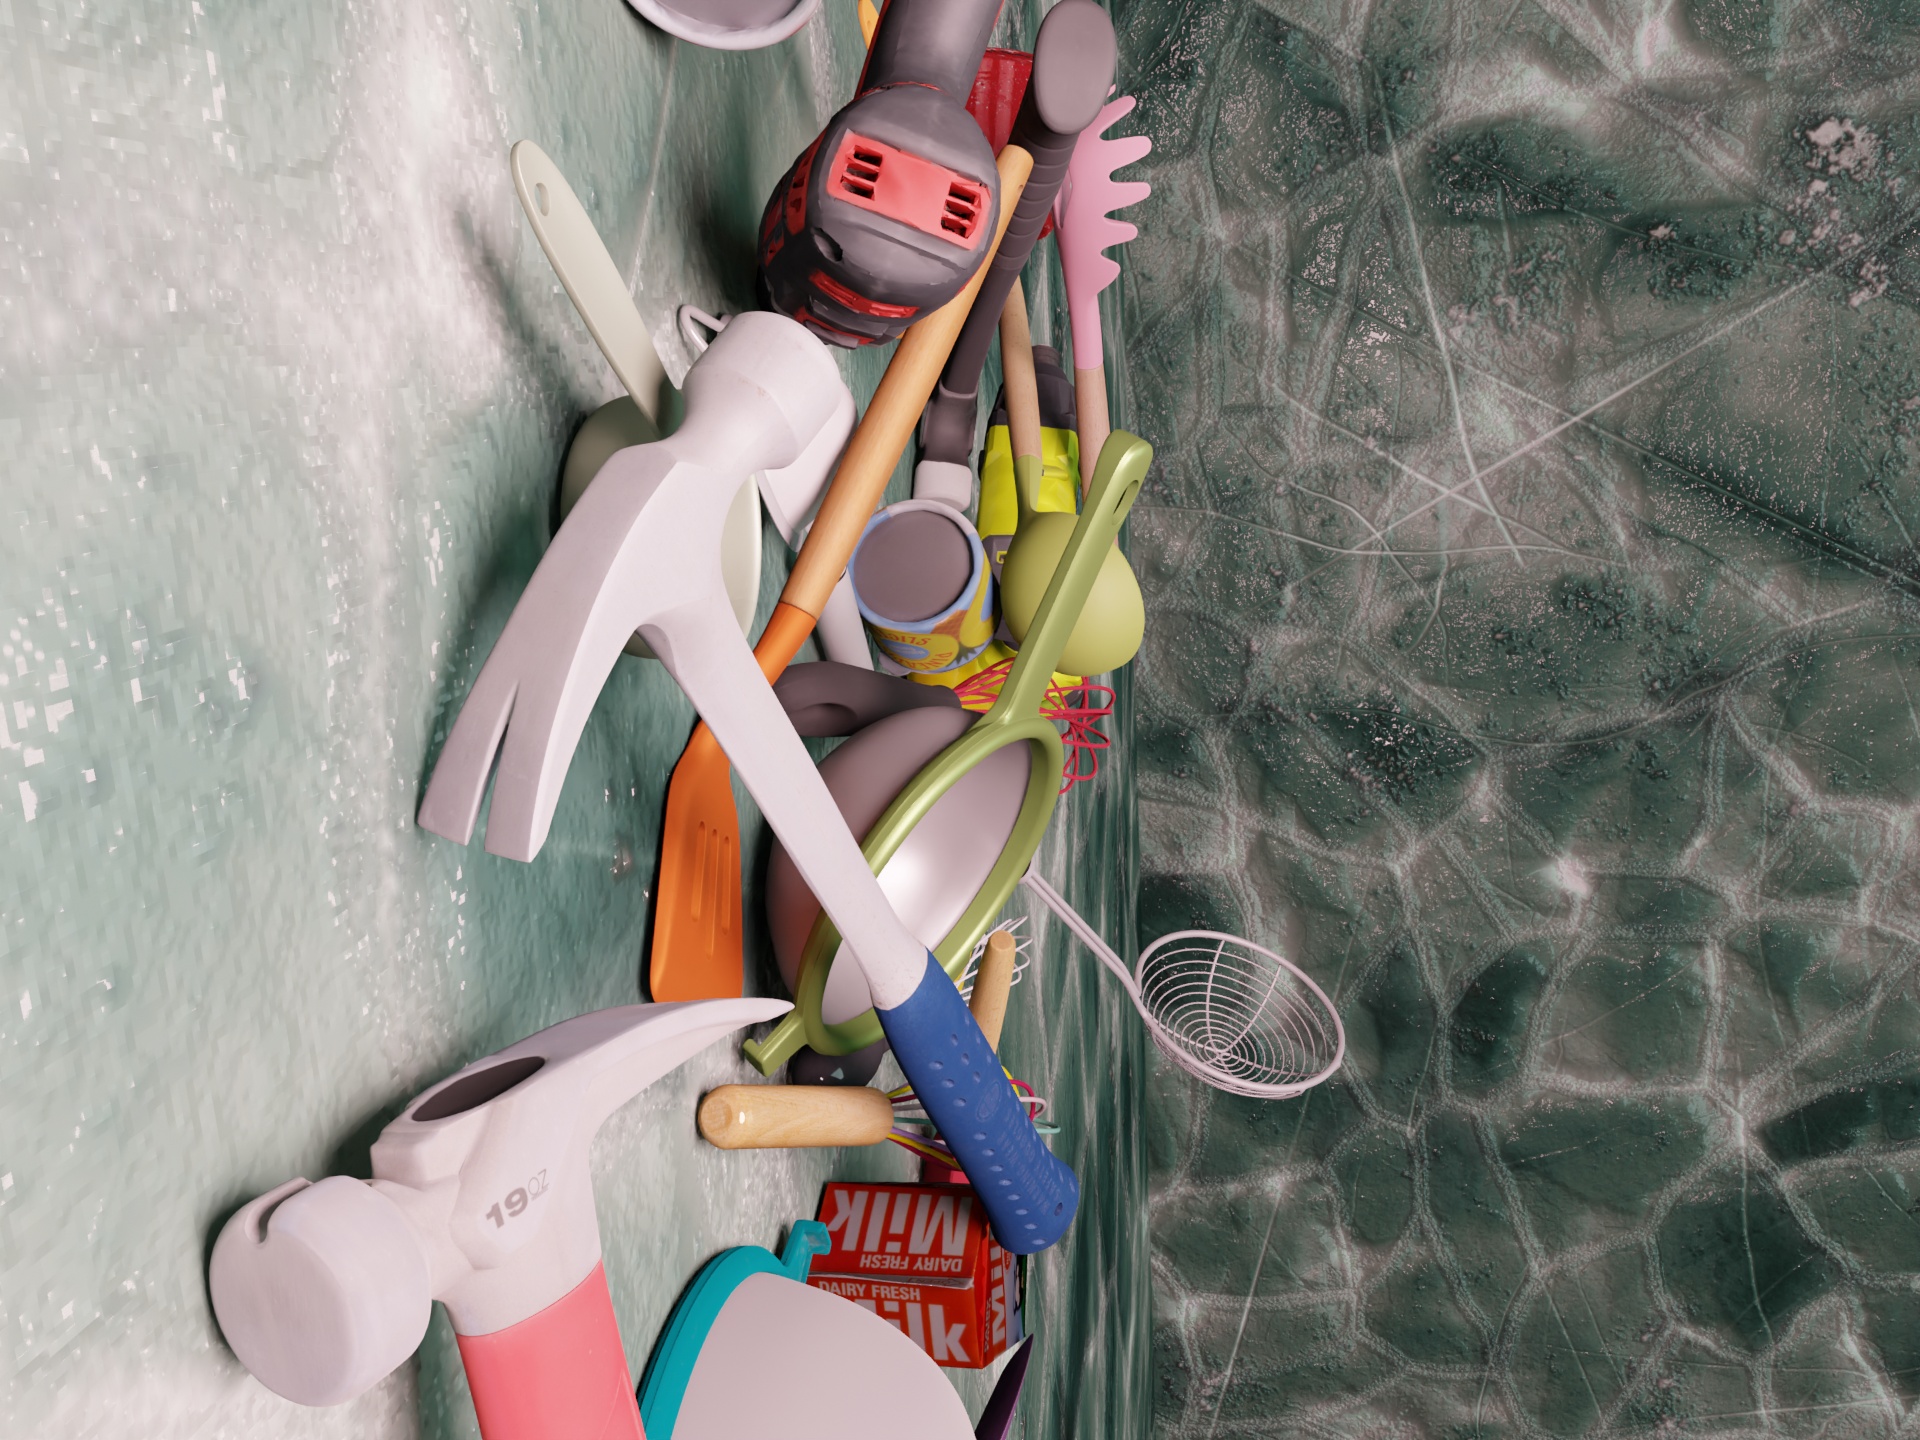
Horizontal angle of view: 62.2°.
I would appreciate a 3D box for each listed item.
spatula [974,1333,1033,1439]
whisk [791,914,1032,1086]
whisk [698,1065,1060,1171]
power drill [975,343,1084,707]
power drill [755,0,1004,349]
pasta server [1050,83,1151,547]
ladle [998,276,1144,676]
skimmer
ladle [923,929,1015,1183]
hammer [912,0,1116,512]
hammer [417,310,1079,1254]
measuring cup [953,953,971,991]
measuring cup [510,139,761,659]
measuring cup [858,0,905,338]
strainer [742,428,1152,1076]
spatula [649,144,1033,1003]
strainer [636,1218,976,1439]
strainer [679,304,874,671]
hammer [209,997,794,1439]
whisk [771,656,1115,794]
[{"bbox_3d":[-0.024,0.382,0.634,0.316,0.018,0.059,-58,175,-49],"label":"spatula"},{"bbox_3d":[-0.023,0.131,0.748,0.284,0.070,0.070,-15,104,-74],"label":"whisk"},{"bbox_3d":[-0.023,0.158,0.621,0.244,0.051,0.047,26,86,-60],"label":"whisk"},{"bbox_3d":[0.044,-0.105,0.963,0.223,0.080,0.171,81,14,-72],"label":"power drill"},{"bbox_3d":[-0.014,-0.231,0.525,0.188,0.080,0.227,-160,-94,-74],"label":"power drill"},{"bbox_3d":[0.075,-0.163,0.824,0.060,0.040,0.316,-119,-164,-48],"label":"pasta server"},{"bbox_3d":[0.045,-0.145,0.812,0.078,0.062,0.320,97,-7,-45],"label":"ladle"},{"bbox_3d":[0.088,0.094,0.853,0.362,0.090,0.127,46,15,-36],"label":"skimmer"},{"bbox_3d":[0.005,0.183,0.787,0.315,0.031,0.069,98,-2,-54],"label":"ladle"},{"bbox_3d":[0.019,-0.221,0.747,0.334,0.035,0.146,126,-29,-75],"label":"hammer"},{"bbox_3d":[-0.026,0.079,0.499,0.144,0.035,0.405,-58,147,-28],"label":"hammer"},{"bbox_3d":[-0.011,0.137,0.909,0.062,0.029,0.157,68,35,-64],"label":"measuring cup"},{"bbox_3d":[-0.092,-0.077,0.408,0.167,0.038,0.083,70,22,-57],"label":"measuring cup"},{"bbox_3d":[-0.041,-0.230,0.666,0.173,0.052,0.095,64,27,-64],"label":"measuring cup"},{"bbox_3d":[-0.010,0.002,0.589,0.151,0.069,0.256,-12,130,-61],"label":"strainer"},{"bbox_3d":[-0.037,-0.055,0.539,0.323,0.041,0.081,-66,165,-10],"label":"spatula"},{"bbox_3d":[-0.050,0.279,0.453,0.340,0.095,0.211,24,66,-80],"label":"strainer"},{"bbox_3d":[-0.054,-0.068,0.621,0.258,0.050,0.087,80,-1,-58],"label":"strainer"},{"bbox_3d":[-0.050,0.257,0.348,0.143,0.038,0.386,-23,103,-62],"label":"hammer"},{"bbox_3d":[-0.001,-0.002,0.709,0.295,0.073,0.073,6,83,-63],"label":"whisk"}]
